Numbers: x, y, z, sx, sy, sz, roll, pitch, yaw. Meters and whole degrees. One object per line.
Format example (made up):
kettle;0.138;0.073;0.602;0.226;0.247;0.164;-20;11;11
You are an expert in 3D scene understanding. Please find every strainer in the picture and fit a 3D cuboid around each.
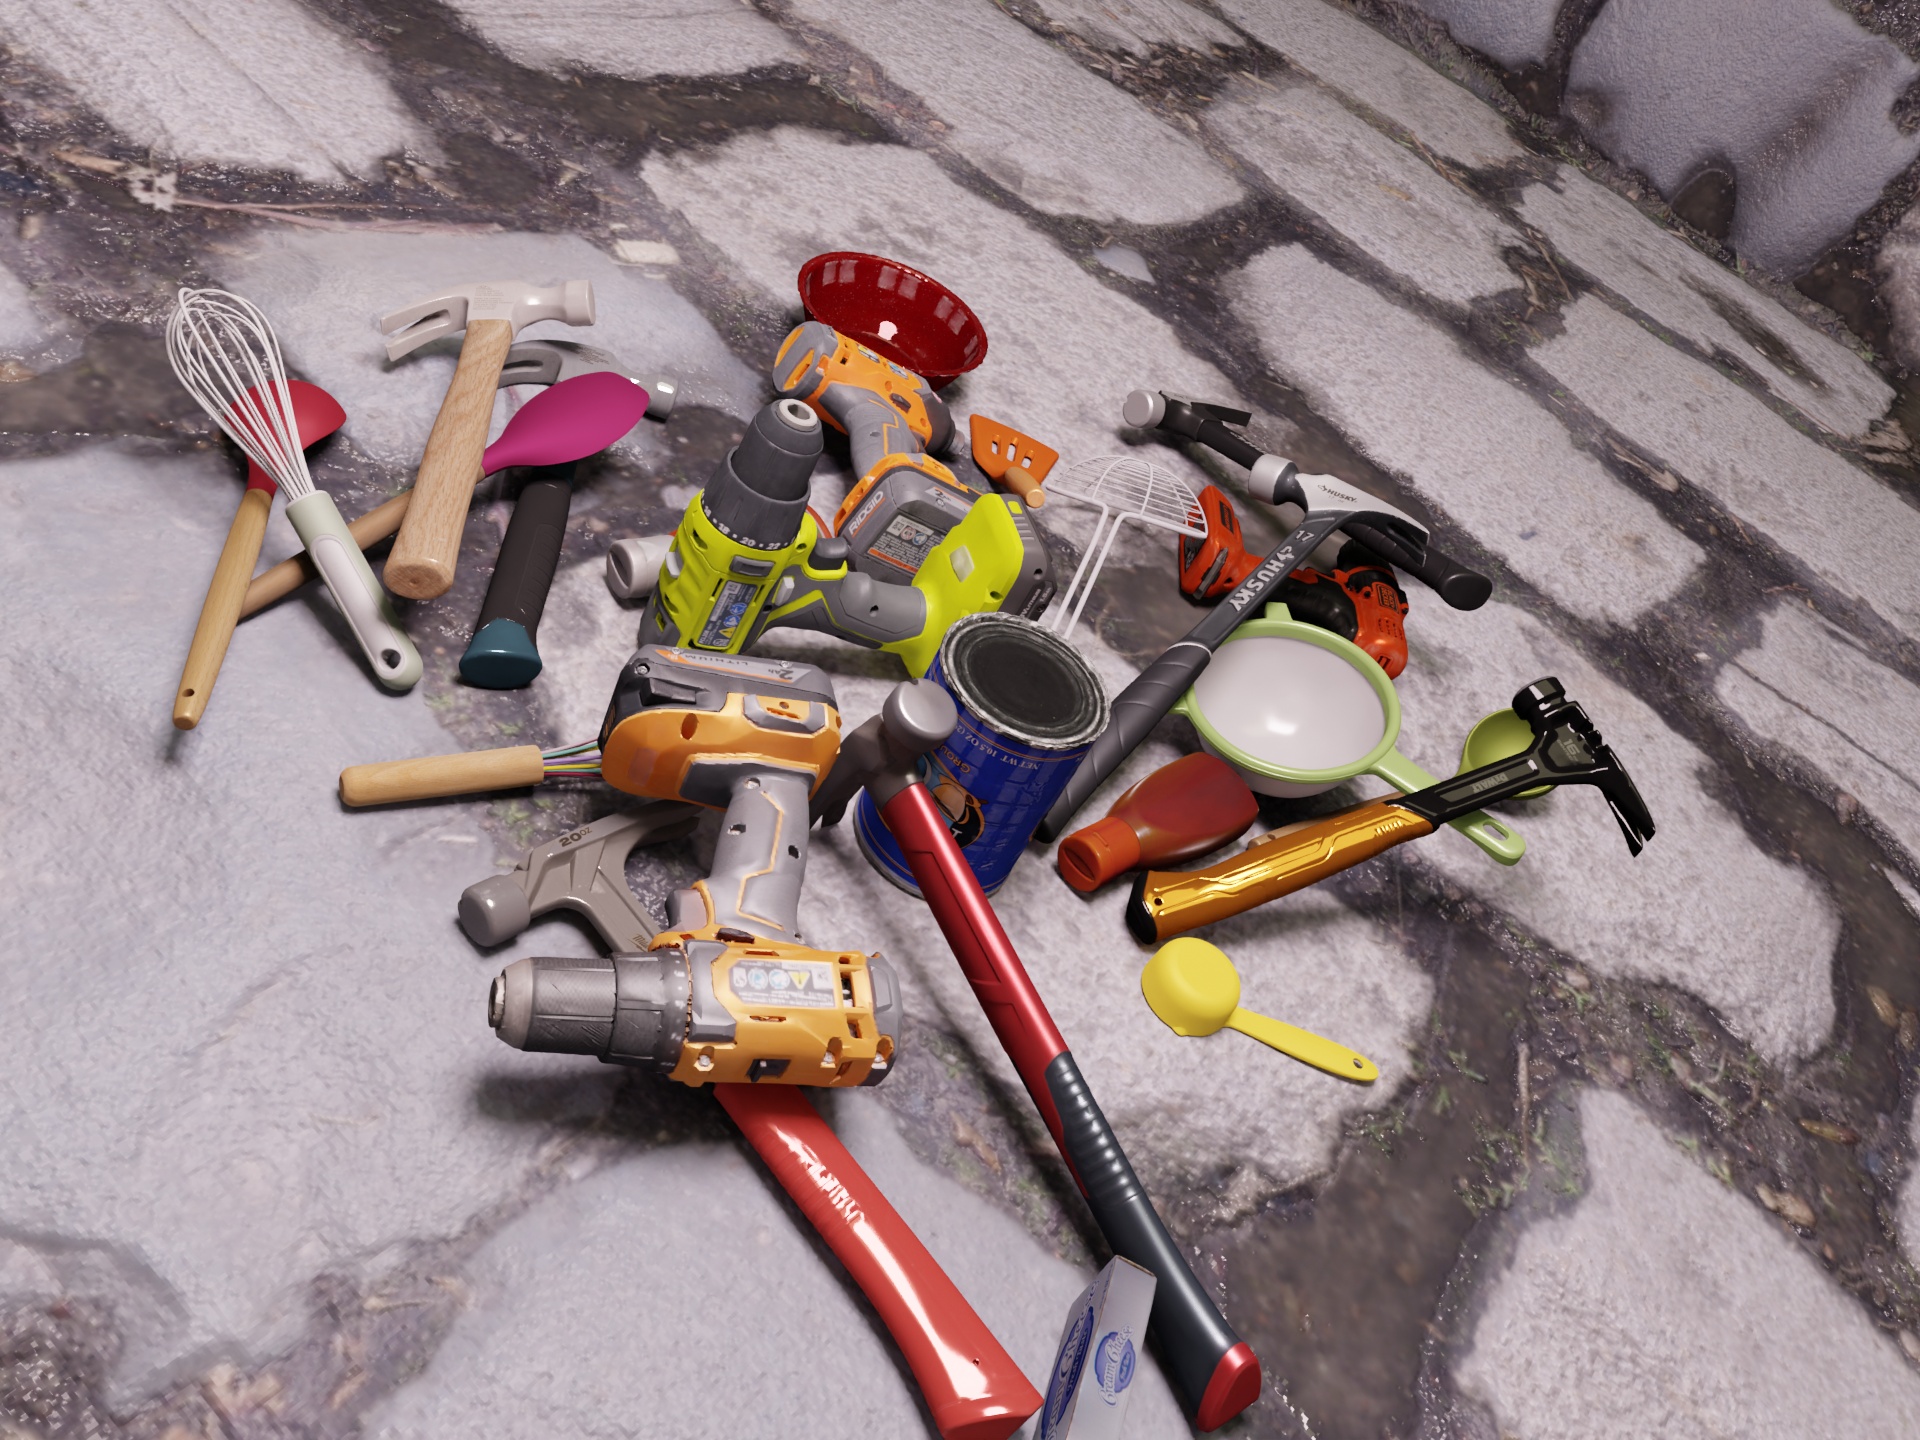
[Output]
strainer;0.262;0.032;1.083;0.256;0.069;0.151;37;54;23

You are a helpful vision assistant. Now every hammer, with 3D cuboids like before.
hammer;-0.301;-0.181;0.955;0.130;0.031;0.332;-3;41;-3
hammer;0.293;-0.185;1.308;0.146;0.035;0.335;-4;36;-48
hammer;0.262;0.075;0.988;0.337;0.034;0.127;-18;61;-13
hammer;0.169;-0.052;1.078;0.149;0.036;0.409;26;52;29
hammer;-0.083;0.185;0.767;0.149;0.036;0.359;-23;62;-44
hammer;0.031;0.175;0.817;0.038;0.143;0.387;-14;68;-39
hammer;-0.260;-0.140;1.005;0.128;0.033;0.331;17;42;-16

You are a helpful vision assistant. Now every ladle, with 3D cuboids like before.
ladle;-0.392;-0.106;0.874;0.069;0.031;0.316;0;43;-10
ladle;0.324;0.048;1.137;0.320;0.062;0.078;-12;43;-35

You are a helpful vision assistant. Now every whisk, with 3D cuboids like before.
whisk;-0.359;-0.126;0.864;0.246;0.058;0.059;61;0;-1
whisk;-0.206;0.022;0.861;0.245;0.051;0.047;-7;57;-32

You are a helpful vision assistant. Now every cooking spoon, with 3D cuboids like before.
cooking spoon;-0.307;-0.138;0.945;0.069;0.017;0.319;32;50;18

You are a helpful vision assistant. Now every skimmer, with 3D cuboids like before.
skimmer;0.081;-0.071;1.122;0.127;0.090;0.363;19;50;9

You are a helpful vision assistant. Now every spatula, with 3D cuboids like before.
spatula;0.044;-0.185;1.159;0.081;0.041;0.323;24;11;-8

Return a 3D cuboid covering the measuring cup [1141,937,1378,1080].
measuring cup;0.183;0.174;0.939;0.156;0.029;0.062;23;40;-5

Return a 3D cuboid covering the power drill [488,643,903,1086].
power drill;-0.133;0.071;0.774;0.185;0.084;0.226;6;49;-23

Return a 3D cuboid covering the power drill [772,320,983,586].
power drill;-0.036;-0.181;1.136;0.164;0.084;0.227;21;33;-39

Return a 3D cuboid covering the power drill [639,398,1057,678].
power drill;-0.061;-0.097;0.960;0.228;0.190;0.080;6;45;-31
